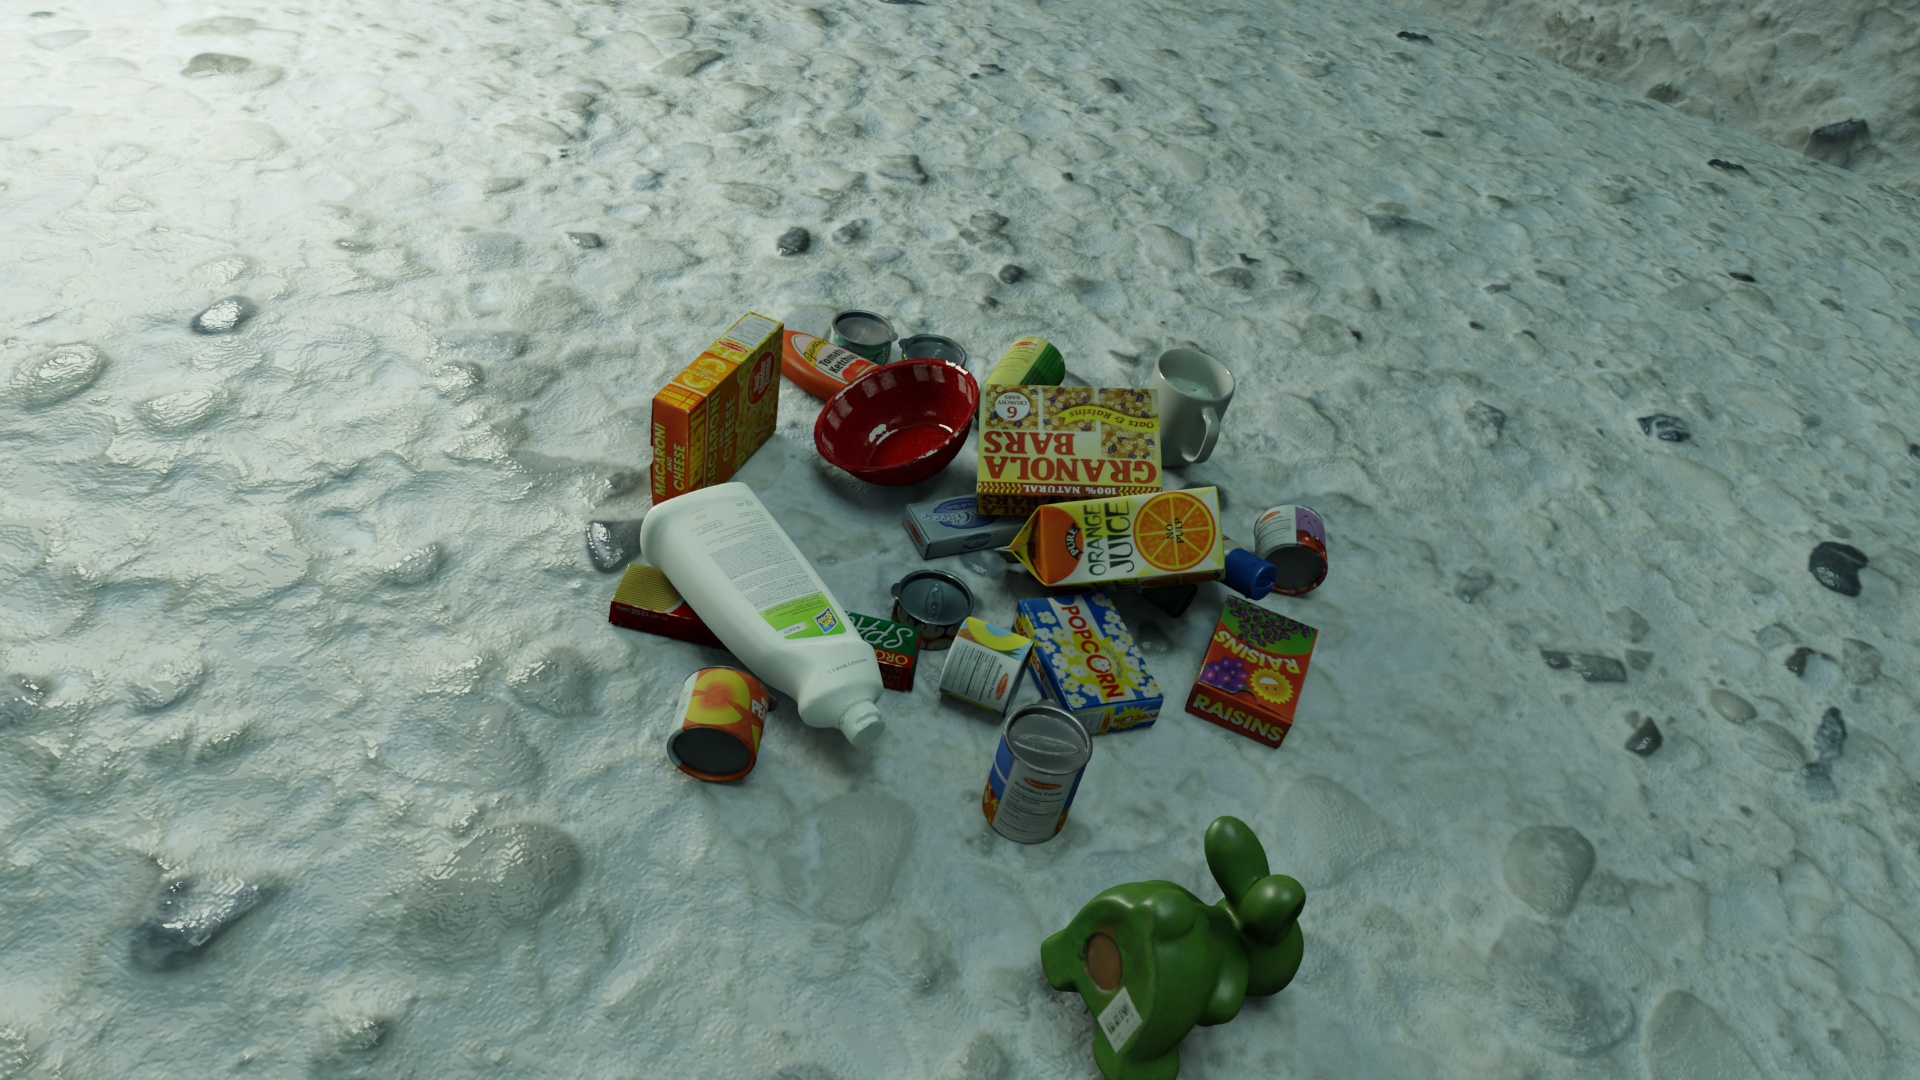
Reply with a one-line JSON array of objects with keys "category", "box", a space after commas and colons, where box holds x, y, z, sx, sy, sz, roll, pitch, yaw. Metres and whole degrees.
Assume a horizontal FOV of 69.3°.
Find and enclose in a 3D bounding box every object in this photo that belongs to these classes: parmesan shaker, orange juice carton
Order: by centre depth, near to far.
[{"category": "orange juice carton", "box": [0.130, 0.005, 1.203, 0.193, 0.071, 0.073, -6, 79, 10]}, {"category": "parmesan shaker", "box": [0.058, -0.155, 1.418, 0.071, 0.071, 0.103, 22, 42, 10]}]

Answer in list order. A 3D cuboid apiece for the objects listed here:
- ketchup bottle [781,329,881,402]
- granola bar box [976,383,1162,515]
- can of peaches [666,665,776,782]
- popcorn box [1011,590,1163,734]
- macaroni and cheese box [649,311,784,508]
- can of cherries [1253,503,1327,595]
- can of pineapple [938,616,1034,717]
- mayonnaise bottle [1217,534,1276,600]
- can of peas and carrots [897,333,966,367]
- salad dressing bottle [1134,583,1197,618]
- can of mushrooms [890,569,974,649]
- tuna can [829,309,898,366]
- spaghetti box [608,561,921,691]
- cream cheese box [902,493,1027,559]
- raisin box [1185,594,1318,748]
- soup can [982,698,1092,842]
[{"category": "ketchup bottle", "box": [-0.153, -0.181, 1.402, 0.149, 0.043, 0.065, 28, 42, 16]}, {"category": "granola bar box", "box": [0.098, -0.082, 1.274, 0.166, 0.039, 0.125, 2, 59, 0]}, {"category": "can of peaches", "box": [-0.174, 0.135, 1.016, 0.071, 0.070, 0.058, 11, 41, -4]}, {"category": "popcorn box", "box": [0.104, 0.102, 1.156, 0.085, 0.038, 0.127, -5, 44, -20]}, {"category": "macaroni and cheese box", "box": [-0.217, -0.112, 1.243, 0.040, 0.123, 0.167, 21, 41, 12]}, {"category": "can of cherries", "box": [0.311, 0.010, 1.301, 0.071, 0.071, 0.059, 13, 40, -2]}, {"category": "can of pineapple", "box": [0.021, 0.101, 1.114, 0.058, 0.070, 0.071, 21, 41, 8]}, {"category": "mayonnaise bottle", "box": [0.219, 0.007, 1.267, 0.065, 0.041, 0.148, -3, 26, -45]}, {"category": "can of peas and carrots", "box": [-0.033, -0.168, 1.410, 0.071, 0.058, 0.071, 8, 40, -7]}, {"category": "salad dressing bottle", "box": [0.145, 0.016, 1.263, 0.148, 0.043, 0.064, 35, 51, 21]}, {"category": "can of mushrooms", "box": [-0.026, 0.058, 1.173, 0.071, 0.033, 0.071, 8, 41, -7]}, {"category": "tuna can", "box": [-0.102, -0.210, 1.458, 0.071, 0.032, 0.071, 8, 41, -7]}, {"category": "spaghetti box", "box": [-0.155, 0.070, 1.126, 0.250, 0.028, 0.050, 13, 41, -1]}, {"category": "cream cheese box", "box": [0.005, -0.016, 1.273, 0.104, 0.024, 0.053, -10, 46, -26]}, {"category": "raisin box", "box": [0.251, 0.110, 1.188, 0.086, 0.039, 0.124, 23, 42, 9]}, {"category": "soup can", "box": [0.056, 0.171, 1.028, 0.071, 0.083, 0.072, 8, 41, -7]}]
